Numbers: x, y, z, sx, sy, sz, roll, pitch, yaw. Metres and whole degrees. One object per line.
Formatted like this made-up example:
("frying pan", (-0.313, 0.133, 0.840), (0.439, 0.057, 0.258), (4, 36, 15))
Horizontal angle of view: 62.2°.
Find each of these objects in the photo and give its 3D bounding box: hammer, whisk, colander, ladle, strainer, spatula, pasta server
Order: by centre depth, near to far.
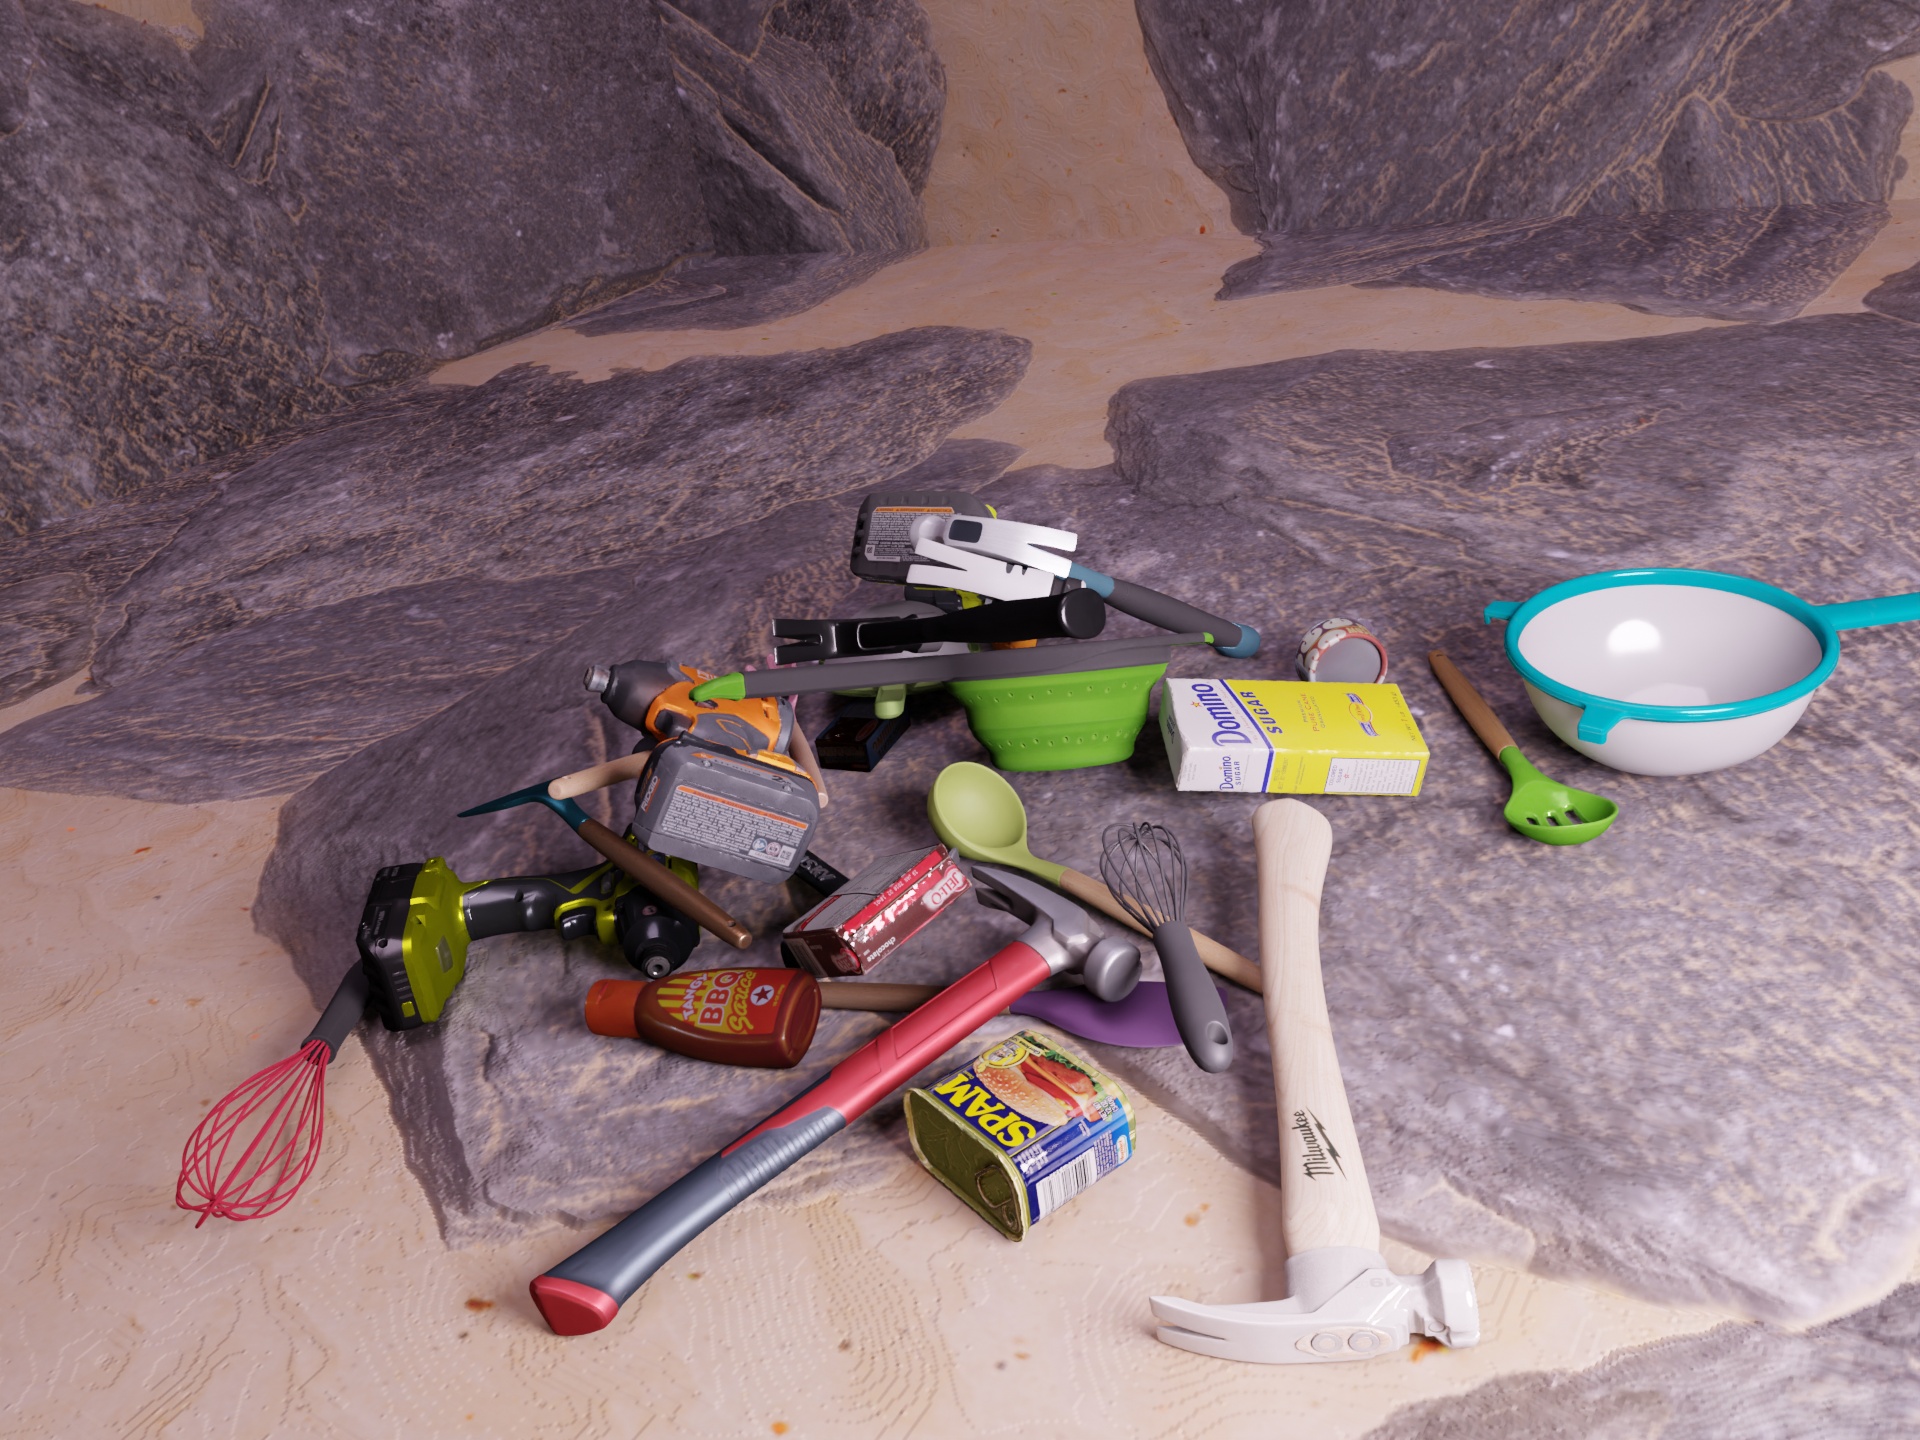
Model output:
("hammer", (0.180, 0.173, 0.889), (0.146, 0.038, 0.411), (-7, 30, 11))
("hammer", (-0.079, 0.209, 0.916), (0.386, 0.038, 0.143), (-31, 36, -29))
("whisk", (0.122, 0.126, 0.934), (0.055, 0.055, 0.239), (-11, 27, 0))
("spatula", (0.007, 0.177, 0.994), (0.316, 0.018, 0.060), (0, 31, 18))
("whisk", (-0.420, 0.223, 1.024), (0.073, 0.073, 0.296), (-9, 21, 3))
("ladle", (0.091, 0.104, 1.065), (0.078, 0.062, 0.320), (-7, 22, -40))
("hammer", (-0.010, -0.064, 1.093), (0.146, 0.035, 0.335), (-6, 3, -29))
("spatula", (-0.243, 0.094, 1.105), (0.082, 0.044, 0.318), (-22, 35, -38))
("strainer", (0.554, -0.031, 1.114), (0.340, 0.095, 0.211), (-8, 29, 0))
("colander", (-0.002, -0.004, 1.192), (0.397, 0.094, 0.204), (-6, 3, -19))
("hammer", (-0.154, 0.080, 1.227), (0.149, 0.036, 0.409), (-24, 29, -26))
("hammer", (0.122, -0.104, 1.277), (0.330, 0.033, 0.128), (16, -4, -39))
("hammer", (0.032, -0.088, 1.295), (0.127, 0.034, 0.337), (15, -4, 3))
("pasta server", (-0.143, 0.007, 1.326), (0.060, 0.040, 0.316), (-28, 22, -3))
("strainer", (-0.058, -0.058, 1.357), (0.151, 0.069, 0.256), (-4, 12, 1))

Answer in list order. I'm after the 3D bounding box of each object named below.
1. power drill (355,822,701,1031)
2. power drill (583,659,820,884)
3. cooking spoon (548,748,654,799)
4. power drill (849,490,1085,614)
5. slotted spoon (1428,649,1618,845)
("power drill", (-0.295, 0.142, 1.115), (0.223, 0.080, 0.171), (-10, 26, -6))
("power drill", (-0.193, 0.023, 1.163), (0.164, 0.084, 0.227), (19, 17, -21))
("cooking spoon", (-0.230, 0.027, 1.254), (0.069, 0.017, 0.319), (9, 11, 17))
("power drill", (-0.003, -0.136, 1.443), (0.190, 0.080, 0.228), (5, -9, 28))
("slotted spoon", (0.394, 0.014, 1.159), (0.070, 0.031, 0.314), (-9, 25, 3))
